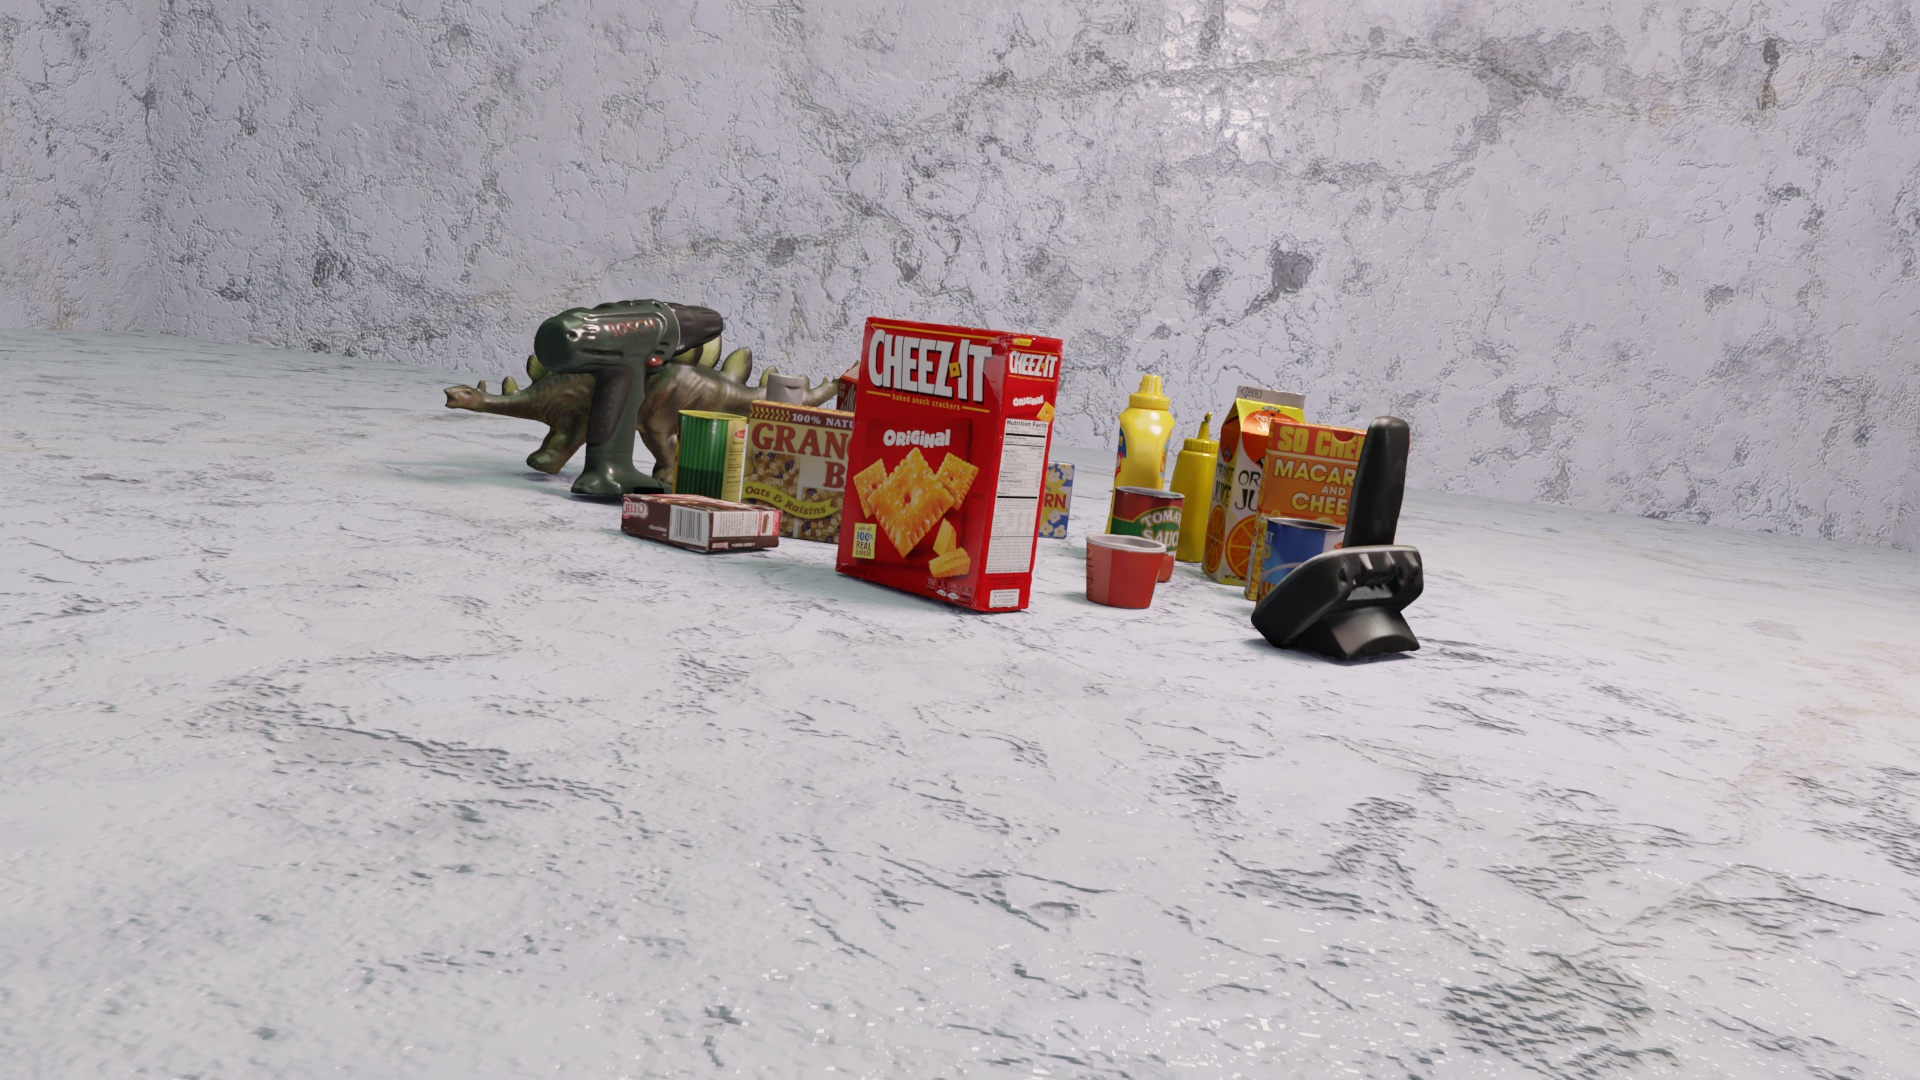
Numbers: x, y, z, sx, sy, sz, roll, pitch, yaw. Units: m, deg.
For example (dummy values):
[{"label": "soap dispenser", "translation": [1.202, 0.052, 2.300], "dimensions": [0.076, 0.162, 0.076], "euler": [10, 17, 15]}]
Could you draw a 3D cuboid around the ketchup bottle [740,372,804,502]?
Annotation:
[{"label": "ketchup bottle", "translation": [-0.181, -0.091, 1.384], "dimensions": [0.065, 0.148, 0.043], "euler": [2, 9, -34]}]

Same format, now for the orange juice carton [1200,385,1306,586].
[{"label": "orange juice carton", "translation": [0.293, -0.054, 1.369], "dimensions": [0.072, 0.192, 0.073], "euler": [6, 7, -6]}]

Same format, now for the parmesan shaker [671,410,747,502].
[{"label": "parmesan shaker", "translation": [-0.248, -0.072, 1.357], "dimensions": [0.071, 0.103, 0.071], "euler": [7, 8, -1]}]

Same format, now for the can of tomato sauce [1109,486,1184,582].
[{"label": "can of tomato sauce", "translation": [0.177, -0.006, 1.326], "dimensions": [0.071, 0.083, 0.071], "euler": [7, 8, -1]}]

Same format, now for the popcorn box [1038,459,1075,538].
[{"label": "popcorn box", "translation": [0.058, -0.050, 1.530], "dimensions": [0.127, 0.085, 0.038], "euler": [5, 8, -16]}]

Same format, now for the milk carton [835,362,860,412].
[{"label": "milk carton", "translation": [-0.091, -0.114, 1.474], "dimensions": [0.073, 0.190, 0.072], "euler": [4, 8, -23]}]

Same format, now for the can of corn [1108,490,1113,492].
[{"label": "can of corn", "translation": [0.197, -0.023, 1.552], "dimensions": [0.071, 0.058, 0.071], "euler": [7, 8, -1]}]

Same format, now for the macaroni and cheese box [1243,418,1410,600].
[{"label": "macaroni and cheese box", "translation": [0.334, -0.021, 1.270], "dimensions": [0.124, 0.166, 0.040], "euler": [7, 7, 4]}]

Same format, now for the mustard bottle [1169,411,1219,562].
[{"label": "mustard bottle", "translation": [0.253, -0.058, 1.484], "dimensions": [0.049, 0.160, 0.065], "euler": [12, 9, 34]}]

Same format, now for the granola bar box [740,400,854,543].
[{"label": "granola bar box", "translation": [-0.121, -0.061, 1.310], "dimensions": [0.166, 0.124, 0.039], "euler": [8, 7, 6]}]

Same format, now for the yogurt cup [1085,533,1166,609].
[{"label": "yogurt cup", "translation": [0.136, 0.026, 1.169], "dimensions": [0.072, 0.054, 0.072], "euler": [7, 8, -1]}]

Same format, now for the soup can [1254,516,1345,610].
[{"label": "soup can", "translation": [0.290, 0.025, 1.200], "dimensions": [0.071, 0.083, 0.071], "euler": [7, 8, -1]}]
